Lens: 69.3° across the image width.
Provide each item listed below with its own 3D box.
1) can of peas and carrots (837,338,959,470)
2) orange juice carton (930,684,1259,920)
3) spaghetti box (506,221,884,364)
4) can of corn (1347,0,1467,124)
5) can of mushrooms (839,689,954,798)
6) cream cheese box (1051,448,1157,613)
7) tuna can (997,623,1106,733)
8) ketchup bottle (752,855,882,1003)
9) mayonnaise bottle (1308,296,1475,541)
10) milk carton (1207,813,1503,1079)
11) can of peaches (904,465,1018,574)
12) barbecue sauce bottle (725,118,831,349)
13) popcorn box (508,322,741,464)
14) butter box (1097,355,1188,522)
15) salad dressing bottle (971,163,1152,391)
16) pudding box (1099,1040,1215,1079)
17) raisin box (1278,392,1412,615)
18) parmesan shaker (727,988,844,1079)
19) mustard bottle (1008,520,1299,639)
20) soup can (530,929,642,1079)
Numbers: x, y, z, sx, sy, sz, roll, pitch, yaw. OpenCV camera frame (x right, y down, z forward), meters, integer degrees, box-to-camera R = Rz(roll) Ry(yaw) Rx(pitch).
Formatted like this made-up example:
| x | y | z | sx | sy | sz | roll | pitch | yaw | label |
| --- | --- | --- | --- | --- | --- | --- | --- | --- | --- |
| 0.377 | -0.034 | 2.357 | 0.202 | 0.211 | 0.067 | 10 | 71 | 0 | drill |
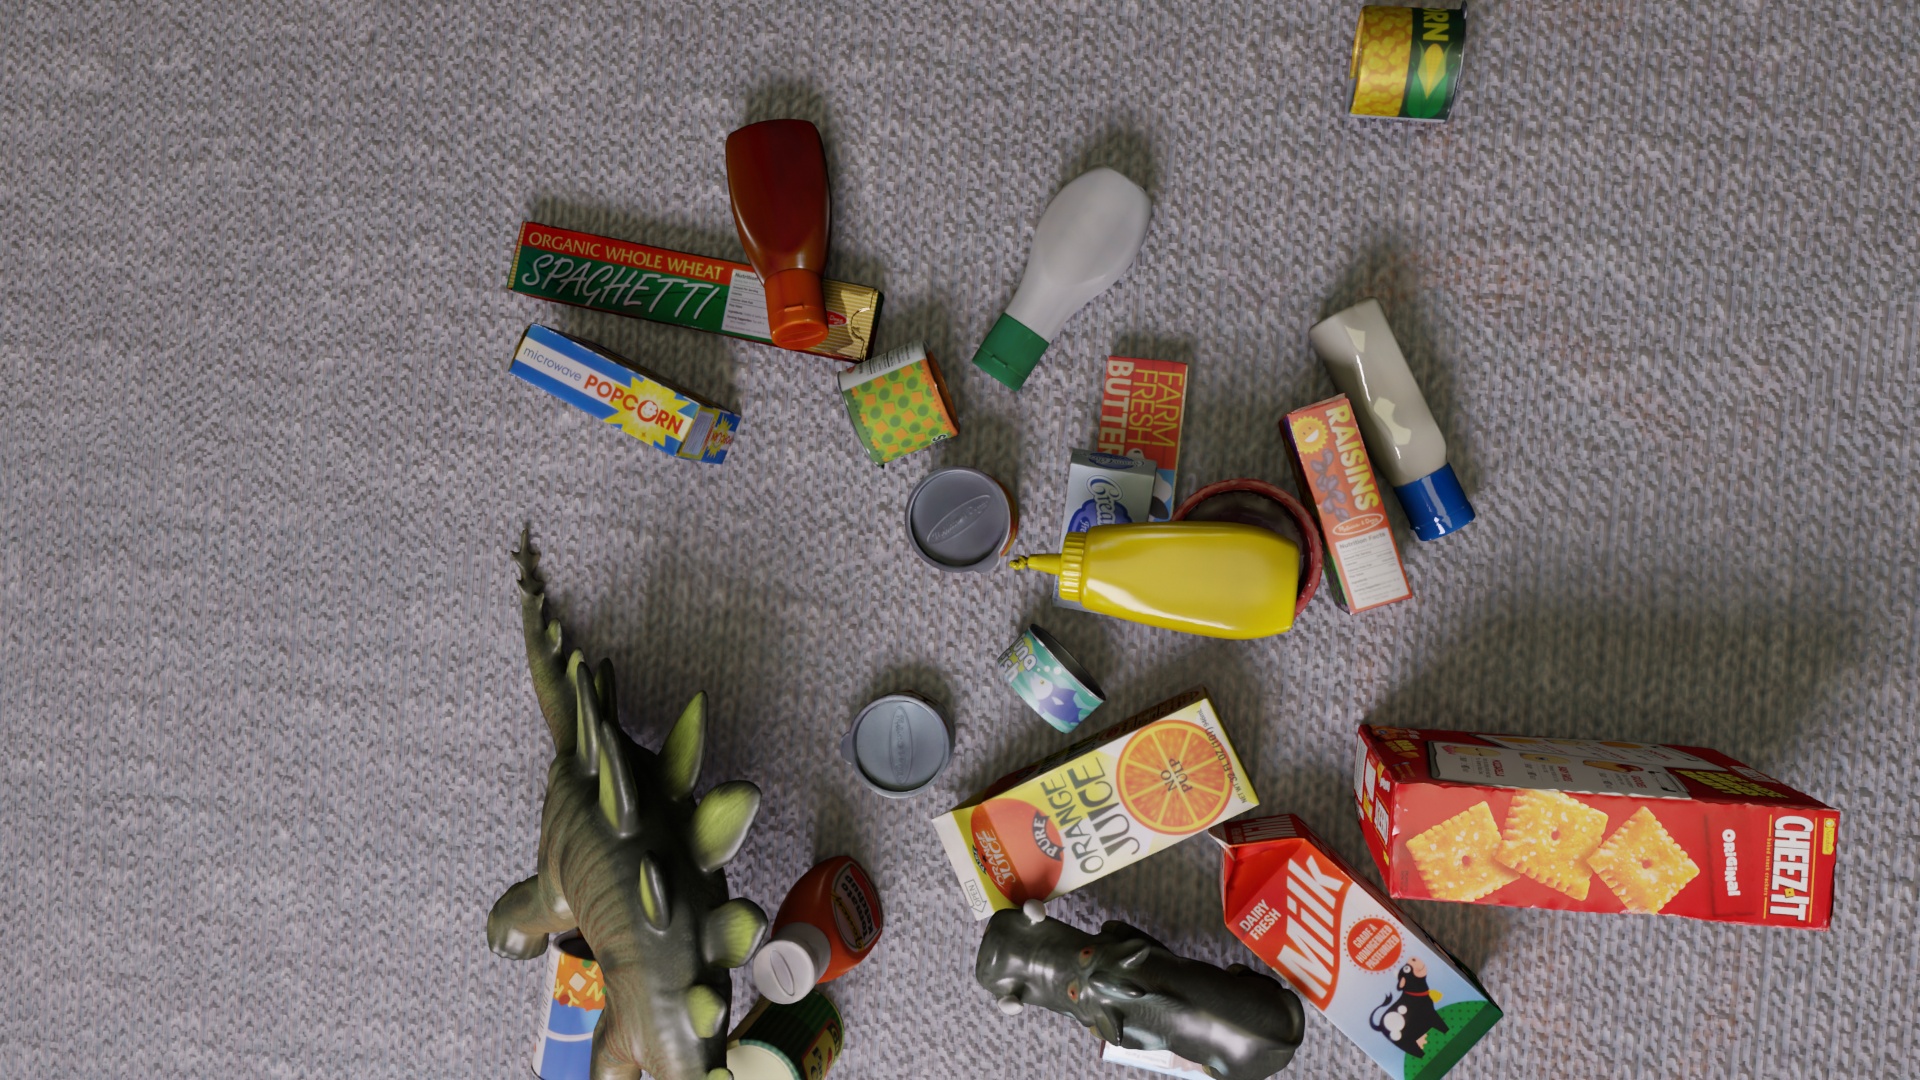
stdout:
| x | y | z | sx | sy | sz | roll | pitch | yaw | label |
| --- | --- | --- | --- | --- | --- | --- | --- | --- | --- |
| -0.038 | -0.085 | 0.881 | 0.059 | 0.071 | 0.071 | -22 | 87 | 7 | can of peas and carrots |
| 0.080 | 0.164 | 0.859 | 0.192 | 0.073 | 0.072 | -27 | 87 | 8 | orange juice carton |
| -0.176 | -0.164 | 0.919 | 0.250 | 0.029 | 0.050 | 12 | 91 | 8 | spaghetti box |
| 0.267 | -0.289 | 0.835 | 0.058 | 0.071 | 0.071 | 6 | 91 | 9 | can of corn |
| -0.040 | 0.130 | 0.896 | 0.071 | 0.033 | 0.071 | 0 | 91 | 8 | can of mushrooms |
| 0.089 | -0.004 | 0.862 | 0.053 | 0.024 | 0.103 | 9 | 119 | 7 | cream cheese box |
| 0.055 | 0.085 | 0.864 | 0.033 | 0.071 | 0.071 | -45 | 84 | 7 | tuna can |
| -0.087 | 0.239 | 0.844 | 0.043 | 0.149 | 0.064 | -25 | 87 | 9 | ketchup bottle |
| 0.262 | -0.073 | 0.841 | 0.041 | 0.065 | 0.148 | -27 | 90 | 0 | mayonnaise bottle |
| 0.222 | 0.234 | 0.838 | 0.191 | 0.072 | 0.073 | 42 | 96 | 7 | milk carton |
| 0.003 | -0.011 | 0.878 | 0.071 | 0.058 | 0.071 | 0 | 90 | 8 | can of peaches |
| -0.111 | -0.194 | 0.880 | 0.065 | 0.043 | 0.149 | -9 | 70 | -2 | barbecue sauce bottle |
| -0.214 | -0.094 | 0.896 | 0.127 | 0.085 | 0.038 | 27 | 93 | 8 | popcorn box |
| 0.113 | -0.063 | 0.879 | 0.053 | 0.024 | 0.103 | 6 | 91 | 8 | butter box |
| 0.062 | -0.165 | 0.878 | 0.064 | 0.044 | 0.147 | 35 | 96 | 5 | salad dressing bottle |
| 0.133 | 0.308 | 0.872 | 0.084 | 0.030 | 0.049 | 10 | 90 | 8 | pudding box |
| 0.229 | -0.022 | 0.831 | 0.040 | 0.086 | 0.123 | -18 | 87 | 10 | raisin box |
| -0.118 | 0.330 | 0.871 | 0.071 | 0.103 | 0.071 | 0 | 90 | 8 | parmesan shaker |
| 0.107 | 0.018 | 0.784 | 0.160 | 0.049 | 0.065 | 6 | 90 | 9 | mustard bottle |
| -0.238 | 0.306 | 0.908 | 0.071 | 0.071 | 0.083 | 9 | 91 | 8 | soup can |
